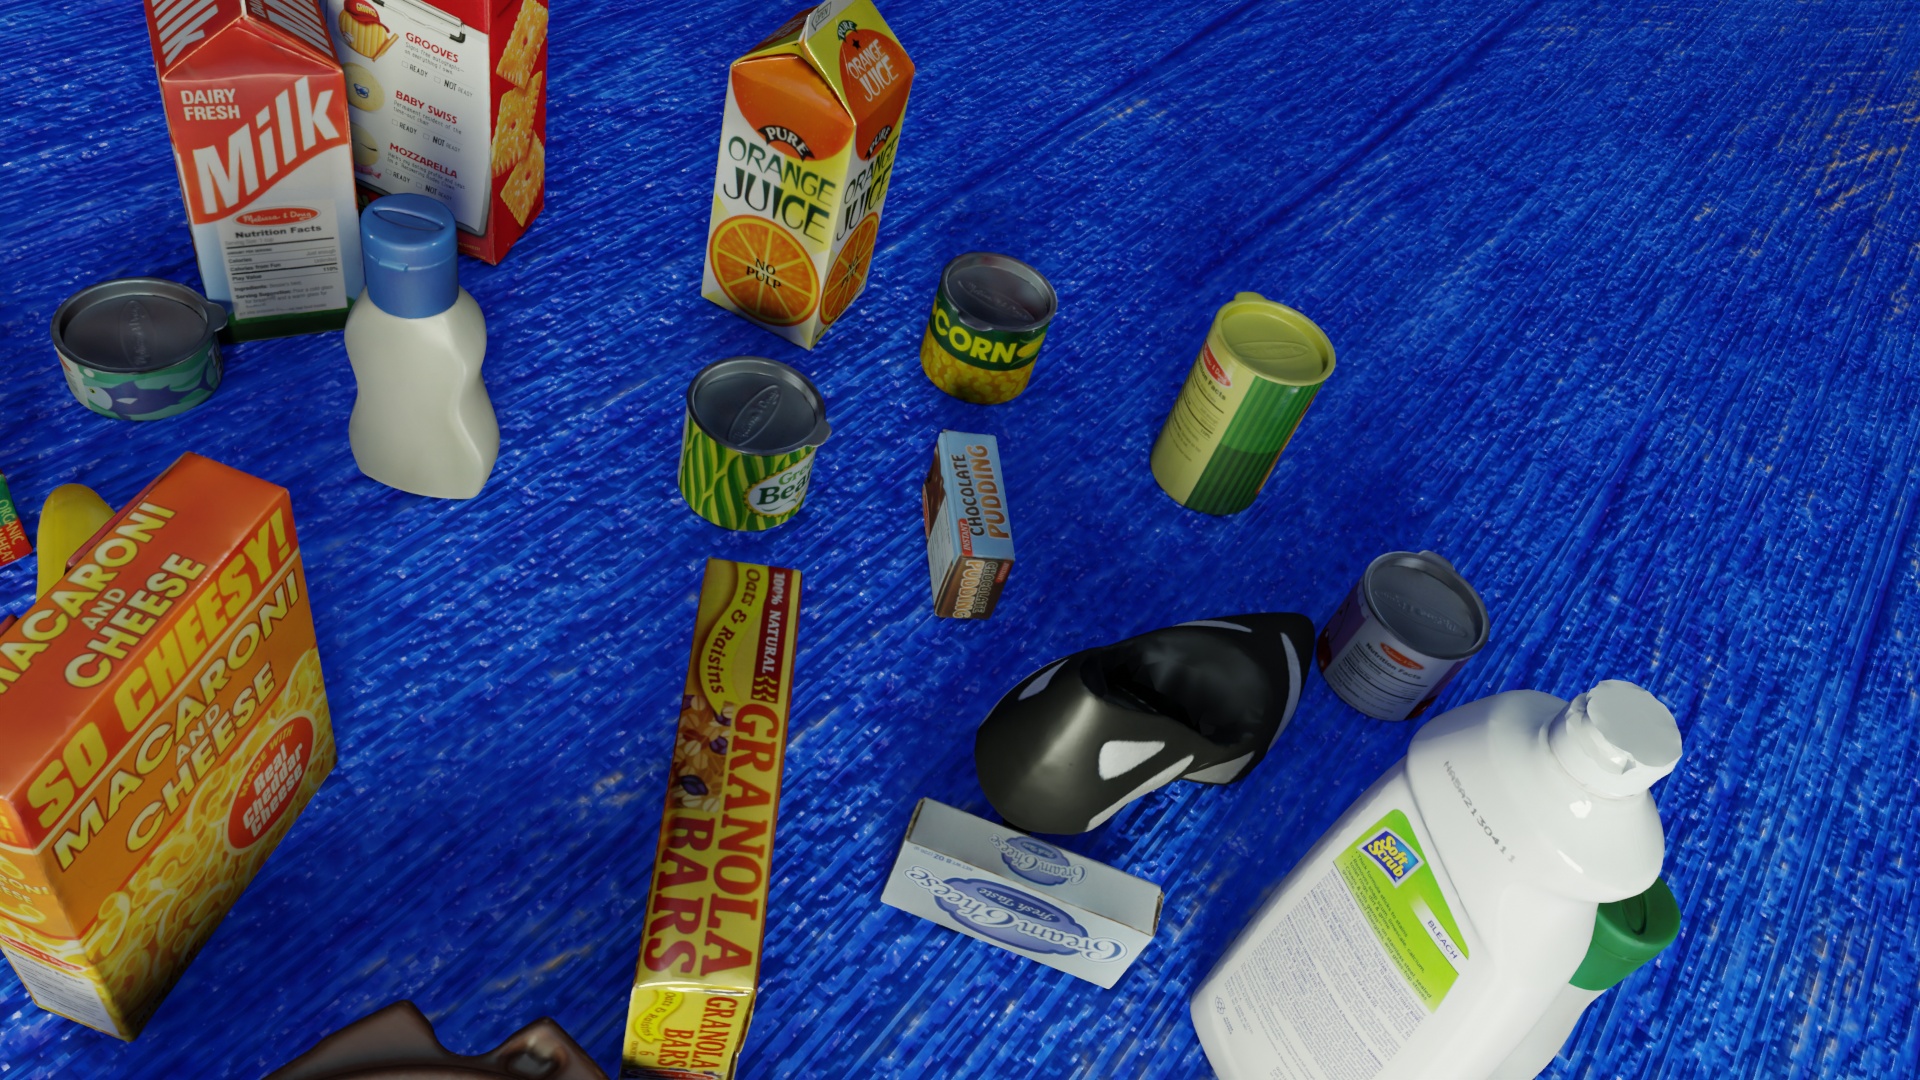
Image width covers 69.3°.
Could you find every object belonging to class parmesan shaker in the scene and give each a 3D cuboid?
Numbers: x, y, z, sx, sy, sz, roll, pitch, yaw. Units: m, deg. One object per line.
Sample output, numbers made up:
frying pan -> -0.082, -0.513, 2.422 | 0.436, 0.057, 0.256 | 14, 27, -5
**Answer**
parmesan shaker -> 0.150, -0.073, 0.753 | 0.071, 0.102, 0.072 | 9, 48, -10

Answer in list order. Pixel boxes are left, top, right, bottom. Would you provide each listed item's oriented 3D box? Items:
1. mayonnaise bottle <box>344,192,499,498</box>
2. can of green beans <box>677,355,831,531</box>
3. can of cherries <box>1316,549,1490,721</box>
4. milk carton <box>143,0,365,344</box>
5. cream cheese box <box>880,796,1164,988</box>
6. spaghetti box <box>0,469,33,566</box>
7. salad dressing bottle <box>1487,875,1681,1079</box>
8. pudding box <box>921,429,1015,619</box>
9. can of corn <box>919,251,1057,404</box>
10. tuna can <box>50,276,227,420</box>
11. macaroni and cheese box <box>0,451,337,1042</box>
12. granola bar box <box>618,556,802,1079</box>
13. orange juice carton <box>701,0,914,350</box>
mayonnaise bottle -> -0.236, -0.081, 0.607 | 0.065, 0.147, 0.041 | 14, 47, -6
can of green beans -> -0.103, -0.047, 0.680 | 0.071, 0.057, 0.071 | 9, 48, -10
can of cherries -> 0.223, 0.047, 0.701 | 0.071, 0.058, 0.072 | 9, 48, -10
milk carton -> -0.326, -0.189, 0.644 | 0.074, 0.189, 0.072 | -13, 55, -27
cream cheese box -> 0.024, 0.142, 0.558 | 0.104, 0.053, 0.024 | 21, 47, 1
spaghetti box -> -0.472, -0.084, 0.601 | 0.029, 0.049, 0.250 | -29, 64, -35
salad dressing bottle -> 0.215, 0.169, 0.531 | 0.044, 0.146, 0.064 | 19, 47, -1
pudding box -> 0.002, -0.009, 0.686 | 0.030, 0.049, 0.084 | 4, 49, -14
can of corn -> 0.014, -0.117, 0.779 | 0.071, 0.058, 0.071 | 9, 48, -10
tuna can -> -0.379, -0.090, 0.647 | 0.071, 0.032, 0.071 | 9, 48, -10
macaroni and cheese box -> -0.263, 0.071, 0.452 | 0.040, 0.165, 0.124 | 21, 47, 1
granola bar box -> -0.090, 0.108, 0.503 | 0.039, 0.123, 0.166 | 9, 48, -10
orange juice carton -> -0.079, -0.203, 0.734 | 0.073, 0.191, 0.072 | 27, 47, 6
